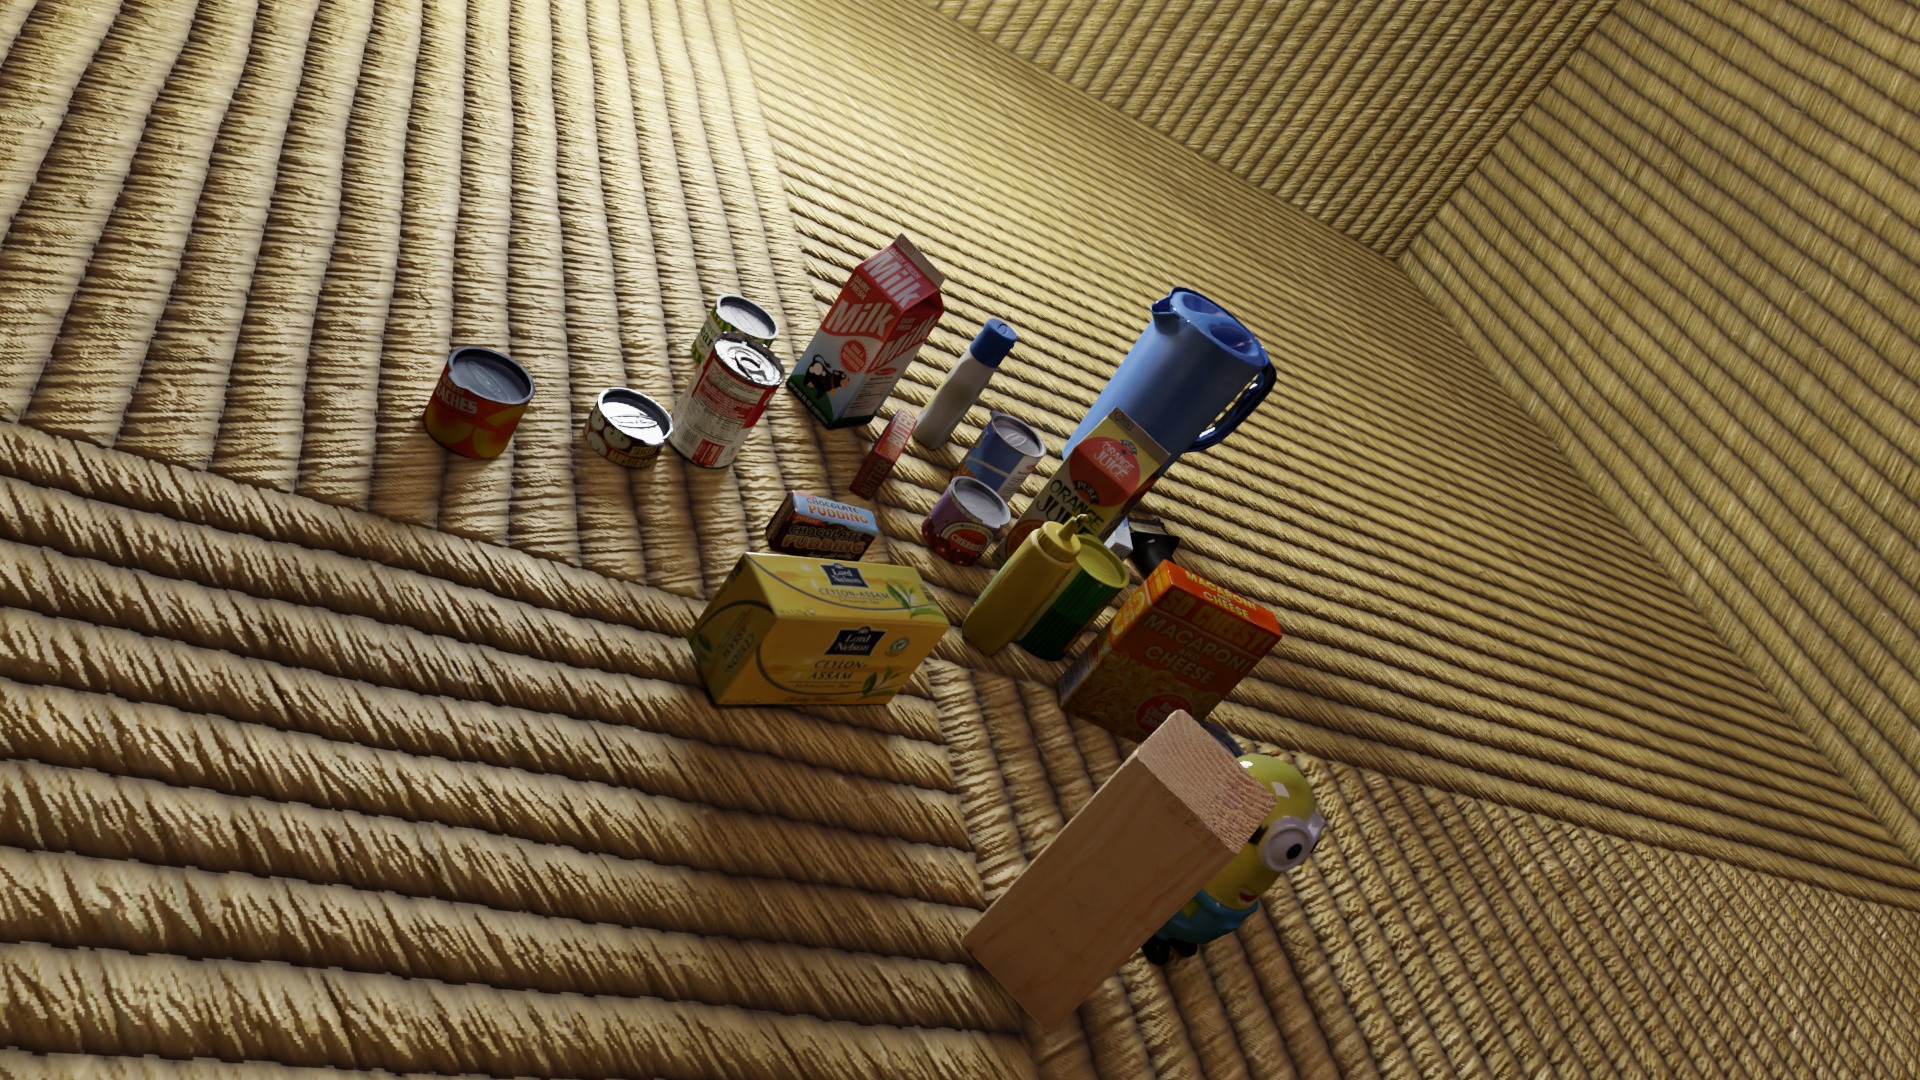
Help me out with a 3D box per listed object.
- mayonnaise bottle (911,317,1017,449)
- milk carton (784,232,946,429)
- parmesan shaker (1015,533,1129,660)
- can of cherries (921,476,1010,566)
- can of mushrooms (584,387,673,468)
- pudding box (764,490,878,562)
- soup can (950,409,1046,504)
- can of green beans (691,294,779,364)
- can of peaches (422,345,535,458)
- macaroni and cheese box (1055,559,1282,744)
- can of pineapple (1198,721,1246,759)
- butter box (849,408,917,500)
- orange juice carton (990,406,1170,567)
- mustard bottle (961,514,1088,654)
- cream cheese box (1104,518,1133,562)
[{"bbox_3d":[0.004,-0.164,1.441,0.041,0.147,0.065,35,29,-4],"label":"mayonnaise bottle"},{"bbox_3d":[-0.085,-0.204,1.359,0.072,0.189,0.074,47,30,18],"label":"milk carton"},{"bbox_3d":[0.099,0.052,1.279,0.071,0.102,0.072,27,30,-17],"label":"parmesan shaker"},{"bbox_3d":[0.005,-0.017,1.322,0.071,0.058,0.072,27,30,-17],"label":"can of cherries"},{"bbox_3d":[-0.275,-0.092,1.153,0.071,0.033,0.071,27,30,-17],"label":"can of mushrooms"},{"bbox_3d":[-0.118,-0.009,1.187,0.084,0.049,0.030,15,36,-34],"label":"pudding box"},{"bbox_3d":[0.036,-0.080,1.421,0.071,0.083,0.072,27,30,-17],"label":"soup can"},{"bbox_3d":[-0.217,-0.194,1.337,0.071,0.057,0.071,27,30,-17],"label":"can of green beans"},{"bbox_3d":[-0.365,-0.104,1.047,0.071,0.057,0.071,27,30,-17],"label":"can of peaches"},{"bbox_3d":[0.182,0.105,1.227,0.124,0.165,0.040,25,31,-21],"label":"macaroni and cheese box"},{"bbox_3d":[0.214,0.205,1.230,0.071,0.057,0.071,27,30,-17],"label":"can of pineapple"},{"bbox_3d":[-0.074,-0.084,1.339,0.024,0.053,0.104,33,29,-7],"label":"butter box"},{"bbox_3d":[0.120,-0.036,1.337,0.072,0.191,0.073,43,29,11],"label":"orange juice carton"},{"bbox_3d":[0.062,0.030,1.212,0.049,0.159,0.065,39,29,4],"label":"mustard bottle"},{"bbox_3d":[0.154,-0.005,1.472,0.024,0.053,0.104,27,31,-18],"label":"cream cheese box"}]
